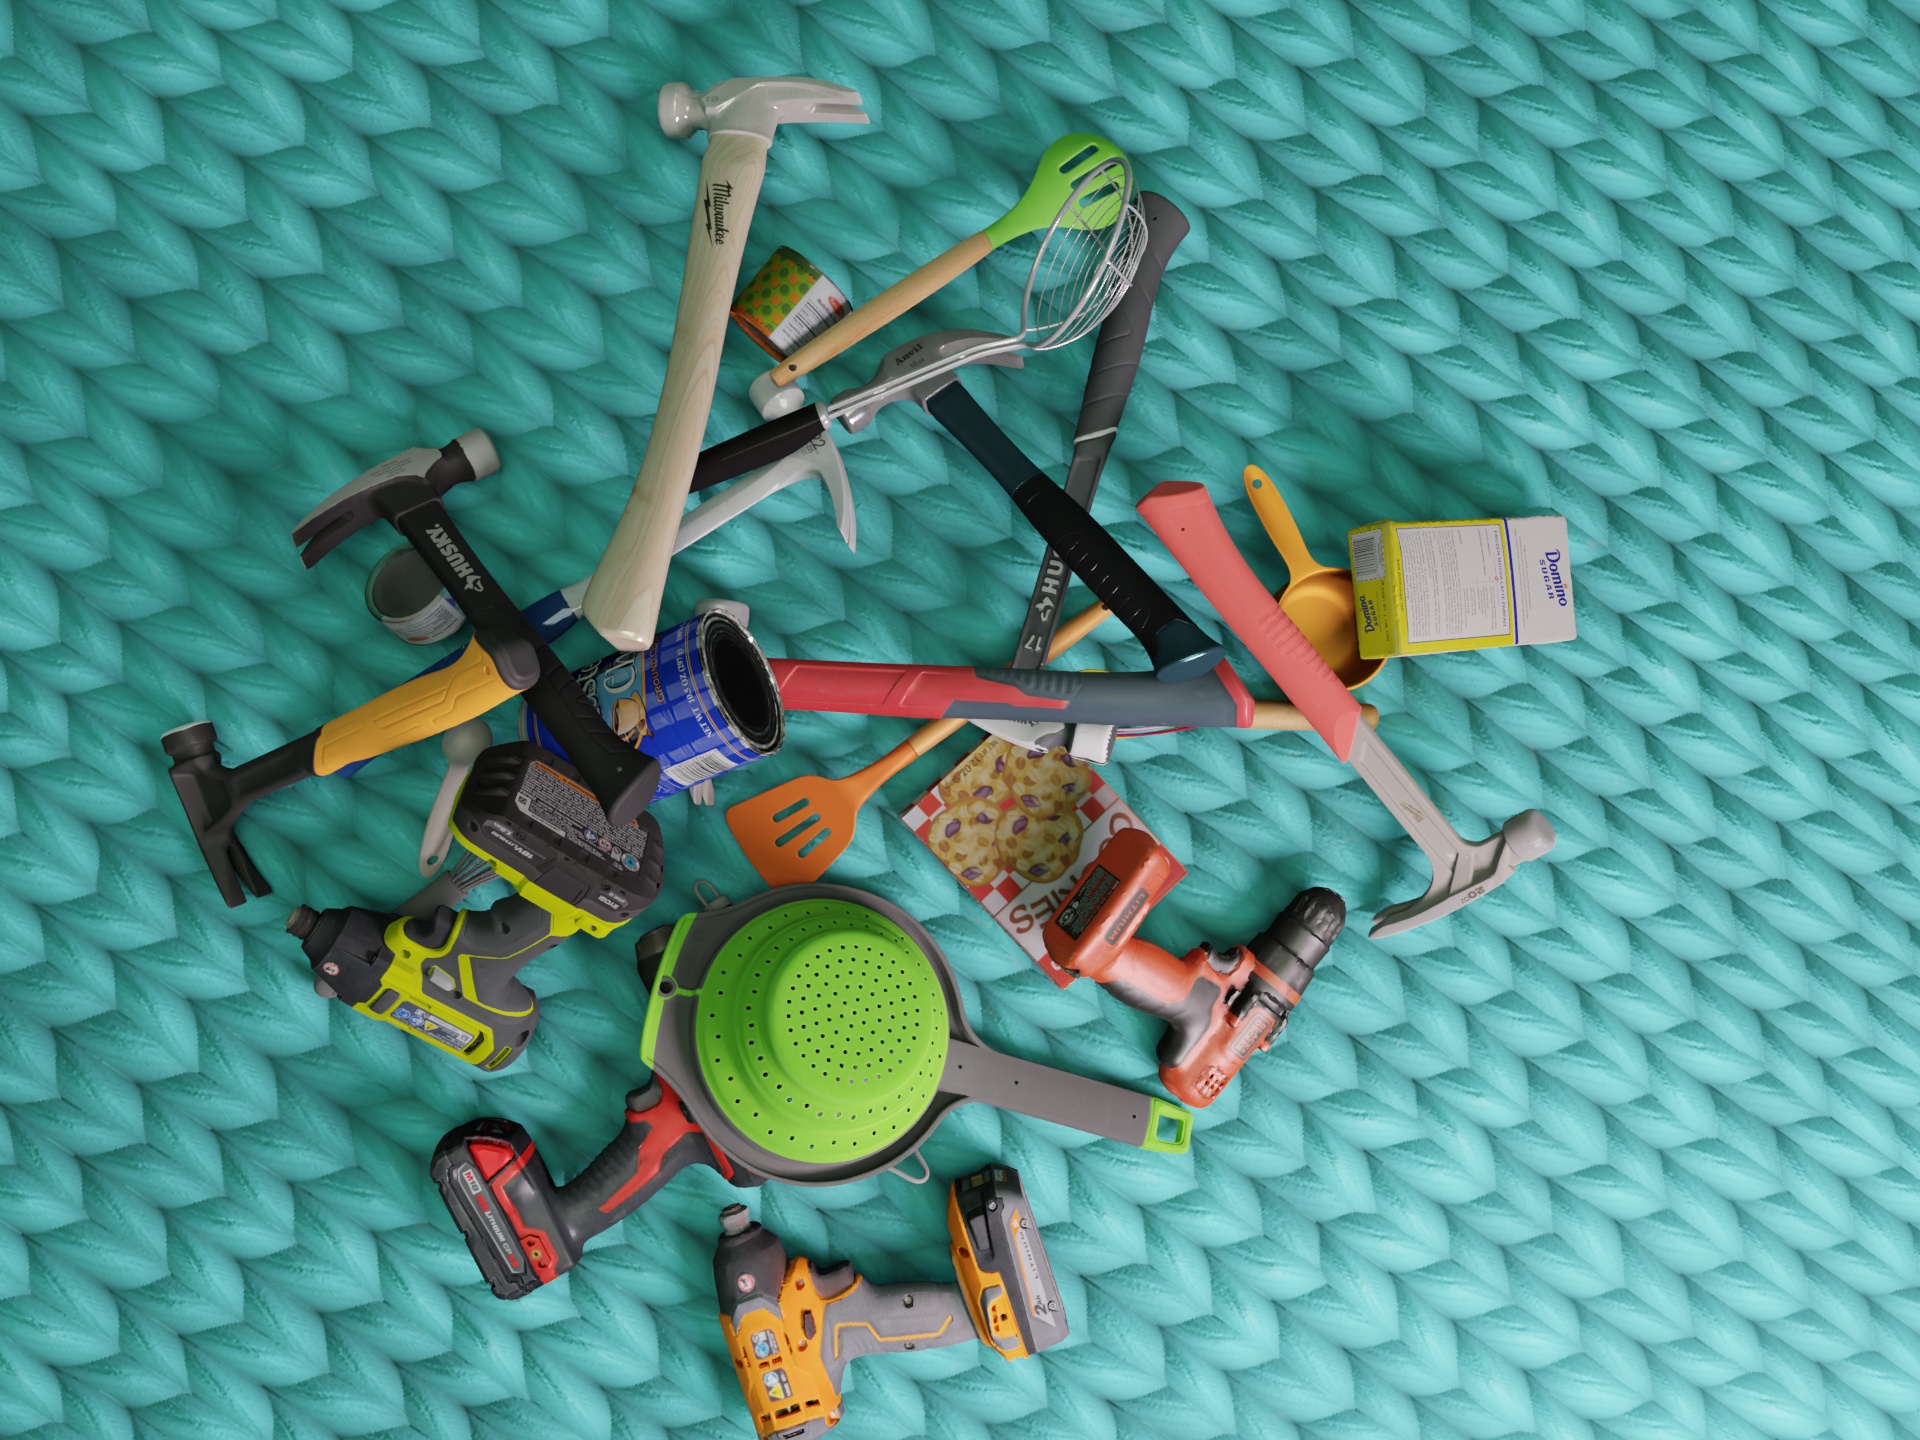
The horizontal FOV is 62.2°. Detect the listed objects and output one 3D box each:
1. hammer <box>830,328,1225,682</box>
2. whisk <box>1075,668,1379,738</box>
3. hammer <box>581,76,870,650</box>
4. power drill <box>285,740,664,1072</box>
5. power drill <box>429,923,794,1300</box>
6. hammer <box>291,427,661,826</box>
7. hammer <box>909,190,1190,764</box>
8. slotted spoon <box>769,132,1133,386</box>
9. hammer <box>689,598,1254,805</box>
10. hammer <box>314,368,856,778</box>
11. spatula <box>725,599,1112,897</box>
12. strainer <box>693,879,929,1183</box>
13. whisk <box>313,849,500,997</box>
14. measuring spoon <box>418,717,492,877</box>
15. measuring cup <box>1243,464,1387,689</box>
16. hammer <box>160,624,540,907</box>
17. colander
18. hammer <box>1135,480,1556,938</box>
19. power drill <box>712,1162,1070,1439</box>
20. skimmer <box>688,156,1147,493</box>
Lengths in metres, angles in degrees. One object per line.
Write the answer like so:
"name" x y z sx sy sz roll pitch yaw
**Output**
"hammer" 0.053 -0.145 1.056 0.128 0.033 0.331 -37 64 -6
"whisk" 0.181 -0.009 1.135 0.245 0.051 0.047 2 84 -8
"hammer" -0.165 -0.241 1.040 0.146 0.038 0.411 5 74 15
"power drill" -0.309 0.121 1.012 0.171 0.080 0.223 35 119 -24
"power drill" -0.239 0.263 1.080 0.226 0.080 0.188 -27 92 -8
"hammer" -0.293 -0.056 1.001 0.146 0.035 0.335 -30 60 -22
"hammer" 0.084 -0.180 1.113 0.149 0.036 0.409 14 81 13
"slotted spoon" -0.001 -0.317 1.103 0.314 0.031 0.070 -36 98 -13
"hammer" -0.002 -0.003 1.058 0.386 0.038 0.143 3 87 15
"hammer" -0.255 -0.081 1.085 0.405 0.035 0.144 -33 68 -1
"spatula" -0.017 0.006 1.128 0.322 0.041 0.081 -36 90 -8
"strainer" -0.109 0.217 1.108 0.087 0.050 0.258 -33 85 -37
"whisk" -0.346 0.112 1.087 0.239 0.055 0.055 -38 93 -1
"measuring spoon" -0.345 0.056 1.081 0.034 0.018 0.124 5 114 -44
"measuring cup" 0.240 -0.101 1.136 0.095 0.052 0.173 -27 90 -5
"hammer" -0.381 0.020 0.995 0.337 0.034 0.127 -20 92 32
"colander" -0.007 0.224 1.062 0.397 0.094 0.205 19 67 -13
"hammer" 0.238 -0.014 1.091 0.149 0.037 0.359 -37 97 34
"power drill" -0.055 0.385 1.092 0.226 0.084 0.164 -19 91 -1
"skimmer" -0.046 -0.248 1.034 0.363 0.127 0.090 -22 125 6
